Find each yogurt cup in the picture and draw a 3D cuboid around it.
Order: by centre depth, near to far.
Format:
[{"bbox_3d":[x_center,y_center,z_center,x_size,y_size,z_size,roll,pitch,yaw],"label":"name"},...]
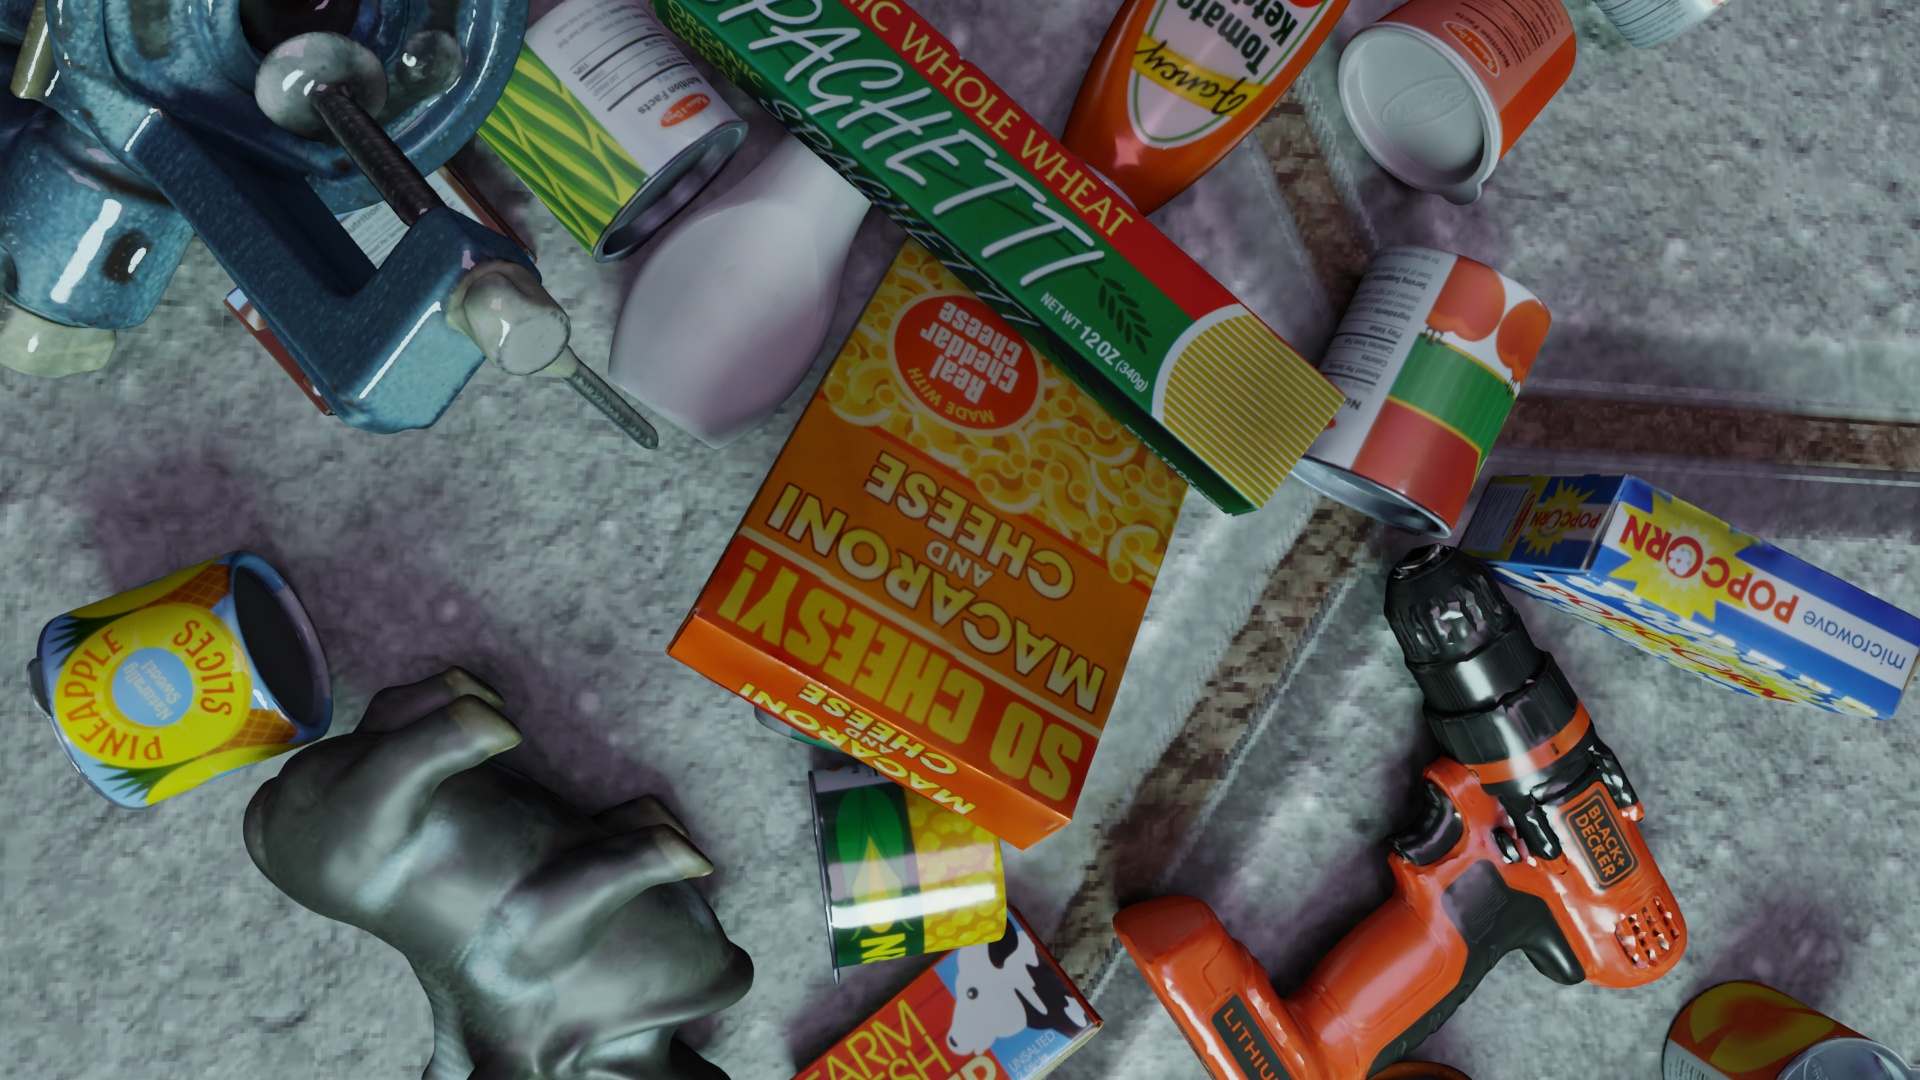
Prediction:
[{"bbox_3d":[0.175,-0.164,0.486,0.054,0.072,0.072,-41,98,-12],"label":"yogurt cup"}]

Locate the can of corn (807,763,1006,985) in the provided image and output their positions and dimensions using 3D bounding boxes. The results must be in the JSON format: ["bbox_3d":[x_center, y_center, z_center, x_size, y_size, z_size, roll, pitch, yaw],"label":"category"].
[{"bbox_3d":[-0.019,0.109,0.470,0.058,0.071,0.071,-7,94,-8],"label":"can of corn"}]

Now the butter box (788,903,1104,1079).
[{"bbox_3d":[-0.006,0.181,0.486,0.103,0.024,0.053,-38,65,-5],"label":"butter box"}]

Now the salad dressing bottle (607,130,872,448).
[{"bbox_3d":[-0.059,-0.103,0.466,0.064,0.044,0.147,34,86,-7],"label":"salad dressing bottle"}]

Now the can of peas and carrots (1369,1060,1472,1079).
[{"bbox_3d":[0.168,0.232,0.505,0.071,0.071,0.058,-23,96,-6],"label":"can of peas and carrots"}]

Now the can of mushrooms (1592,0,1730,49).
[{"bbox_3d":[0.260,-0.211,0.493,0.033,0.071,0.071,44,87,-9],"label":"can of mushrooms"}]

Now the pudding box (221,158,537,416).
[{"bbox_3d":[-0.188,-0.086,0.454,0.084,0.030,0.049,-41,99,-4],"label":"pudding box"}]

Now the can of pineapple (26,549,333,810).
[{"bbox_3d":[-0.240,0.043,0.434,0.058,0.071,0.071,-22,96,-7],"label":"can of pineapple"}]

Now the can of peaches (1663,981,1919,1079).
[{"bbox_3d":[0.316,0.209,0.529,0.071,0.058,0.071,0,93,-8],"label":"can of peaches"}]

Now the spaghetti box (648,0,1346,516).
[{"bbox_3d":[0.013,-0.105,0.438,0.250,0.028,0.050,40,80,-6],"label":"spaghetti box"}]

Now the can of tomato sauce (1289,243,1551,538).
[{"bbox_3d":[0.160,-0.051,0.488,0.071,0.071,0.083,27,89,-9],"label":"can of tomato sauce"}]

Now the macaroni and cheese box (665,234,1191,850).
[{"bbox_3d":[0.002,-0.006,0.440,0.124,0.040,0.167,30,56,-8],"label":"macaroni and cheese box"}]

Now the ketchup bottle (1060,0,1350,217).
[{"bbox_3d":[0.069,-0.151,0.481,0.064,0.043,0.149,37,88,-8],"label":"ketchup bottle"}]

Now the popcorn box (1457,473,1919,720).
[{"bbox_3d":[0.257,0.018,0.496,0.127,0.085,0.038,24,89,-8],"label":"popcorn box"}]

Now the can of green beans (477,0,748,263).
[{"bbox_3d":[-0.112,-0.132,0.444,0.071,0.071,0.058,-43,97,-4],"label":"can of green beans"}]

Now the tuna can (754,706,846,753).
[{"bbox_3d":[-0.032,0.050,0.466,0.071,0.071,0.033,12,93,-9],"label":"tuna can"}]
